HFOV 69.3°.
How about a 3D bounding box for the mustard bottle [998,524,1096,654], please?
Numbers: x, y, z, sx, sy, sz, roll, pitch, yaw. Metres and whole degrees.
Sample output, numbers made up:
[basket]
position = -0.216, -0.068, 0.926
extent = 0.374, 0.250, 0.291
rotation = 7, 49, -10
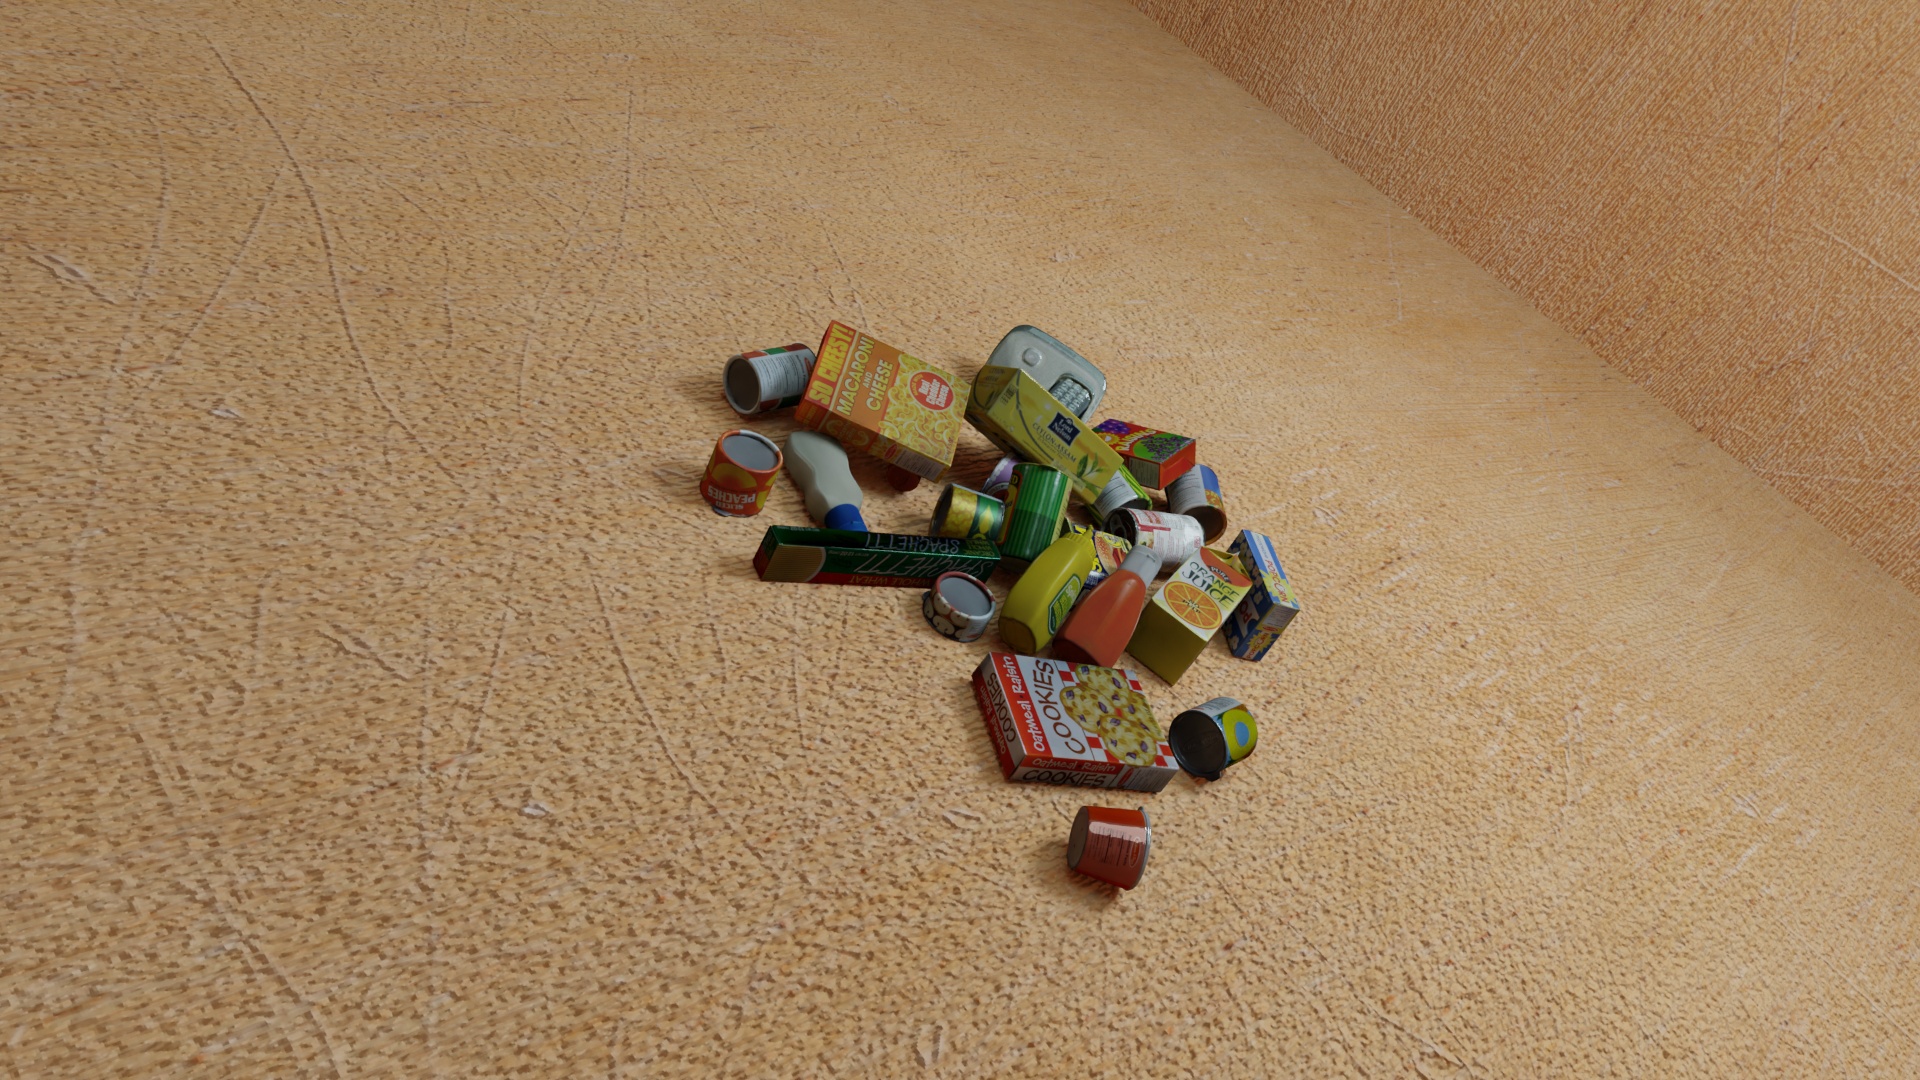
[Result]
[mustard bottle]
position = 0.095, 0.038, 1.378
extent = 0.049, 0.065, 0.161
rotation = 22, 56, 25

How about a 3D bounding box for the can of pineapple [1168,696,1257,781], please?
[can of pineapple]
position = 0.243, 0.190, 1.335
extent = 0.058, 0.070, 0.071
rotation = -13, 52, -46

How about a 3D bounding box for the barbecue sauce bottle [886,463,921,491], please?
[barbecue sauce bottle]
position = -0.046, -0.113, 1.524
extent = 0.043, 0.064, 0.149
rotation = 32, 41, -12

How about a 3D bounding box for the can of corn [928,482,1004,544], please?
[can of corn]
position = 0.005, -0.018, 1.432
extent = 0.058, 0.070, 0.071
rotation = 19, 35, -14

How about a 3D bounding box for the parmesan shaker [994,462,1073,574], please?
[parmesan shaker]
position = 0.073, -0.022, 1.438
extent = 0.071, 0.071, 0.103
rotation = 20, 74, -14

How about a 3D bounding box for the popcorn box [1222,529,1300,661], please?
[popcorn box]
position = 0.323, 0.060, 1.543
extent = 0.038, 0.084, 0.127
rotation = 16, 36, -20

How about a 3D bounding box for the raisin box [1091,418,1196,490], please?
[raisin box]
position = 0.208, -0.104, 1.664
extent = 0.123, 0.040, 0.086
rotation = 18, 35, 33

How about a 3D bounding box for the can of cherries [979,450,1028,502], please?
[can of cherries]
position = 0.059, -0.054, 1.518
extent = 0.058, 0.071, 0.072
rotation = 35, 34, 6

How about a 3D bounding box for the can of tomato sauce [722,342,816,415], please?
[can of tomato sauce]
position = -0.202, -0.171, 1.478
extent = 0.083, 0.070, 0.071
rotation = -19, 56, -44

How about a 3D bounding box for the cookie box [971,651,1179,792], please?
[cookie box]
position = 0.104, 0.169, 1.282
extent = 0.167, 0.040, 0.123
rotation = 10, 38, -28

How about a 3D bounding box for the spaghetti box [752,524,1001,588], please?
[spaghetti box]
position = -0.075, 0.018, 1.339
extent = 0.250, 0.050, 0.029
rotation = 4, 43, -33

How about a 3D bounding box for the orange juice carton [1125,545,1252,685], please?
[orange juice carton]
position = 0.250, 0.070, 1.489
extent = 0.073, 0.071, 0.193
rotation = 38, 35, 11

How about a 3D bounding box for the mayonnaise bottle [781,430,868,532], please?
[mayonnaise bottle]
position = -0.131, -0.049, 1.394
extent = 0.065, 0.041, 0.149
rotation = 4, 42, -33

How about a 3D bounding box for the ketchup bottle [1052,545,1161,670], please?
[ketchup bottle]
position = 0.153, 0.067, 1.394
extent = 0.064, 0.043, 0.149
rotation = 42, 59, -6

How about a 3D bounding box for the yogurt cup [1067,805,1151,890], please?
[yogurt cup]
position = 0.123, 0.254, 1.164
extent = 0.054, 0.072, 0.073
rotation = 14, 36, -8

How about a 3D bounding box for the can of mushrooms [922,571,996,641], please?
[can of mushrooms]
position = -0.002, 0.062, 1.349
extent = 0.071, 0.033, 0.071
rotation = 19, 36, -14

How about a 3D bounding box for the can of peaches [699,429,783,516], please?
[can of peaches]
position = -0.212, -0.064, 1.339
extent = 0.071, 0.057, 0.071
rotation = 20, 34, -14

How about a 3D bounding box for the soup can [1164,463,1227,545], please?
[soup can]
position = 0.283, -0.040, 1.665
extent = 0.071, 0.071, 0.084
rotation = 20, 35, -14

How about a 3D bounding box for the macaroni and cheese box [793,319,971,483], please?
[macaroni and cheese box]
position = -0.080, -0.146, 1.463
extent = 0.166, 0.040, 0.124
rotation = 24, 51, -13

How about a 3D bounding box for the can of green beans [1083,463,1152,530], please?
[can of green beans]
position = 0.178, -0.047, 1.594
extent = 0.071, 0.071, 0.058
rotation = -1, 45, -37
